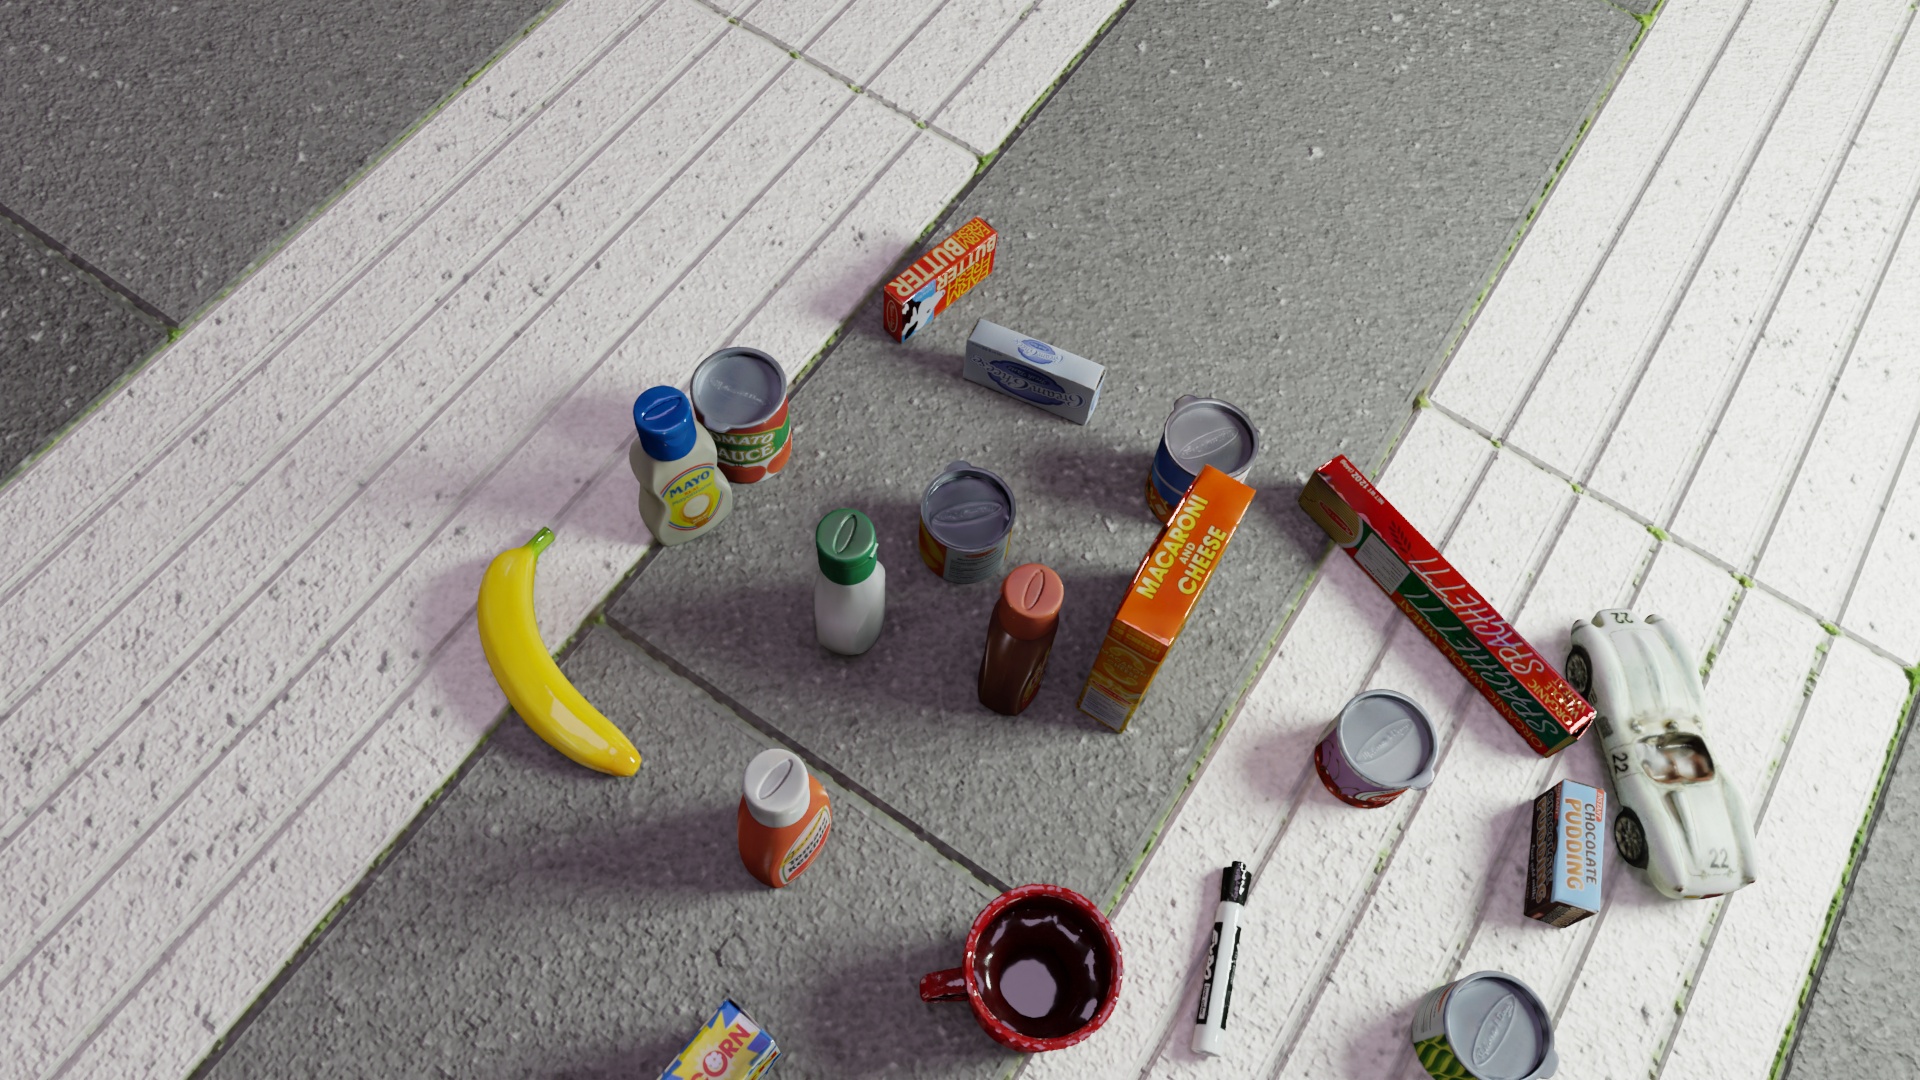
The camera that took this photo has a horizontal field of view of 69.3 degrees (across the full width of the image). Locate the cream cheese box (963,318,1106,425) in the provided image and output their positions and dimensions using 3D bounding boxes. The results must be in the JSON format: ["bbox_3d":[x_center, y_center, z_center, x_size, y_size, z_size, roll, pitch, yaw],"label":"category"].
[{"bbox_3d":[0.054,-0.126,1.038,0.104,0.053,0.024,22,65,7],"label":"cream cheese box"}]

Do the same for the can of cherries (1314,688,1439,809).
[{"bbox_3d":[0.275,0.141,0.918,0.071,0.058,0.072,1,64,-3],"label":"can of cherries"}]

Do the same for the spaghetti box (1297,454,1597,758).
[{"bbox_3d":[0.337,0.044,0.974,0.029,0.050,0.250,-34,70,-18],"label":"spaghetti box"}]

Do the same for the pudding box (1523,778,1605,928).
[{"bbox_3d":[0.392,0.203,0.900,0.030,0.049,0.084,15,64,4],"label":"pudding box"}]

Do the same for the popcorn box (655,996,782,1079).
[{"bbox_3d":[-0.158,0.325,0.785,0.038,0.085,0.127,37,67,14],"label":"popcorn box"}]

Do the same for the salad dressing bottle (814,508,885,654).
[{"bbox_3d":[-0.073,0.027,0.903,0.044,0.147,0.064,19,65,6],"label":"salad dressing bottle"}]

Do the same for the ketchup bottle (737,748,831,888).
[{"bbox_3d":[-0.107,0.163,0.833,0.043,0.148,0.065,33,67,12],"label":"ketchup bottle"}]

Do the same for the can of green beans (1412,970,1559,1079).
[{"bbox_3d":[0.316,0.299,0.843,0.071,0.057,0.071,1,64,-3],"label":"can of green beans"}]

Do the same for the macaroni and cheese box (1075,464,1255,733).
[{"bbox_3d":[0.129,0.042,0.898,0.040,0.165,0.124,29,66,10],"label":"macaroni and cheese box"}]

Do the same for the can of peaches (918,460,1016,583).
[{"bbox_3d":[0.003,-0.012,0.977,0.071,0.057,0.071,1,64,-3],"label":"can of peaches"}]

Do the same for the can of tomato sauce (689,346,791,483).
[{"bbox_3d":[-0.155,-0.086,0.990,0.071,0.082,0.071,1,64,-3],"label":"can of tomato sauce"}]

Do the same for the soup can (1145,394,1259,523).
[{"bbox_3d":[0.170,-0.055,0.994,0.071,0.083,0.071,1,64,-3],"label":"soup can"}]

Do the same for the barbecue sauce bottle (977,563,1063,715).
[{"bbox_3d":[0.039,0.061,0.893,0.044,0.148,0.065,21,65,7],"label":"barbecue sauce bottle"}]

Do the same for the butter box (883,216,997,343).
[{"bbox_3d":[-0.016,-0.202,1.072,0.104,0.053,0.024,-41,73,-20],"label":"butter box"}]

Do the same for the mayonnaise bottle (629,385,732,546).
[{"bbox_3d":[-0.191,-0.050,0.933,0.065,0.147,0.041,-31,70,-17],"label":"mayonnaise bottle"}]
